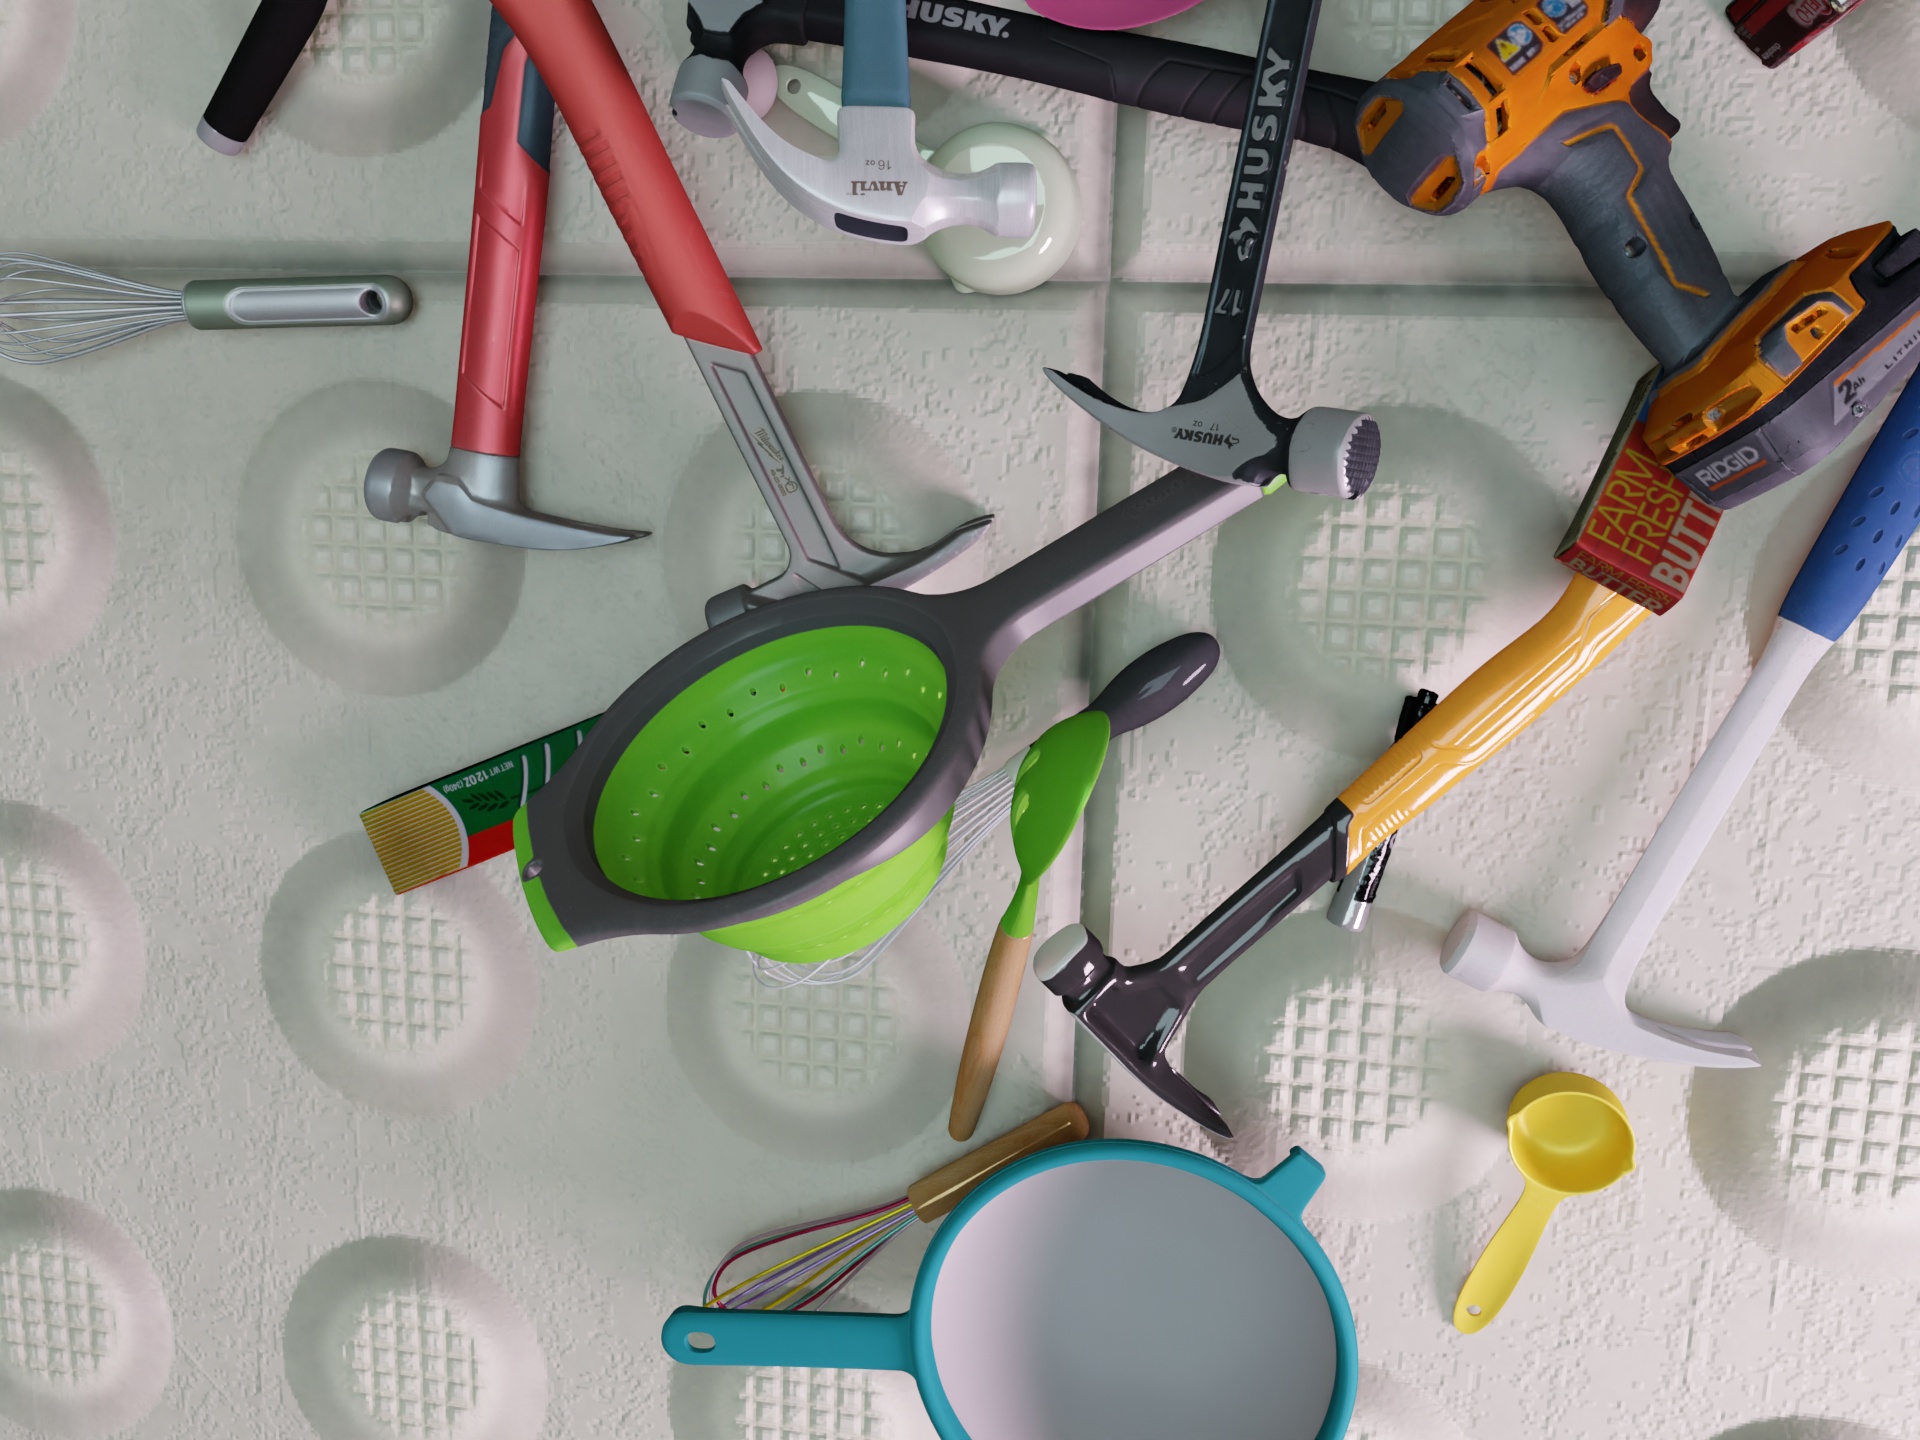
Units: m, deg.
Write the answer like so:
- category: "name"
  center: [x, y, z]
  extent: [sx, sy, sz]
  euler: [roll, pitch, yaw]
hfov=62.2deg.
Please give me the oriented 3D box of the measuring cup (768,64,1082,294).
- category: "measuring cup"
  center: [-0.022, -0.261, 0.736]
  extent: [0.167, 0.038, 0.083]
  euler: [32, 104, 2]

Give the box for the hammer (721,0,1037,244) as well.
- category: "hammer"
  center: [-0.035, -0.362, 0.674]
  extent: [0.128, 0.033, 0.331]
  euler: [-1, 81, -2]

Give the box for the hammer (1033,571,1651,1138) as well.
- category: "hammer"
  center: [0.196, 0.045, 0.729]
  extent: [0.337, 0.034, 0.127]
  euler: [-43, 106, 6]

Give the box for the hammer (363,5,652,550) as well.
- category: "hammer"
  center: [-0.201, -0.277, 0.769]
  extent: [0.143, 0.038, 0.386]
  euler: [11, 102, 7]

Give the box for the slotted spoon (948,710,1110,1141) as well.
- category: "slotted spoon"
  center: [0.021, 0.110, 0.722]
  extent: [0.031, 0.070, 0.313]
  euler: [12, 136, 1]

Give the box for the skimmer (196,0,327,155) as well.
- category: "skimmer"
  center: [-0.288, -0.434, 0.731]
  extent: [0.090, 0.127, 0.363]
  euler: [40, 114, -7]

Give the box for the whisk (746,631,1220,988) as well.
- category: "whisk"
  center: [0.008, 0.043, 0.782]
  extent: [0.284, 0.070, 0.070]
  euler: [-36, 92, 10]

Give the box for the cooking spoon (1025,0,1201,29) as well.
- category: "cooking spoon"
  center: [0.180, -0.349, 0.671]
  extent: [0.319, 0.017, 0.068]
  euler: [-9, 102, 4]

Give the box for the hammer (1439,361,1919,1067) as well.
- category: "hammer"
  center: [0.374, -0.028, 0.705]
  extent: [0.144, 0.035, 0.405]
  euler: [26, 104, 5]

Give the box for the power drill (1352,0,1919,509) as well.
- category: "power drill"
  center: [0.292, -0.218, 0.653]
  extent: [0.164, 0.084, 0.226]
  euler: [-43, 88, -14]

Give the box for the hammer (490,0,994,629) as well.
- category: "hammer"
  center: [-0.121, -0.214, 0.737]
  extent: [0.149, 0.037, 0.359]
  euler: [-23, 104, 11]

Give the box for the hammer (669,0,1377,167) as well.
- category: "hammer"
  center: [0.050, -0.298, 0.703]
  extent: [0.335, 0.035, 0.146]
  euler: [12, 76, 2]

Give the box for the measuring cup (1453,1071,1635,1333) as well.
- category: "measuring cup"
  center: [0.278, 0.238, 0.783]
  extent: [0.062, 0.029, 0.156]
  euler: [21, 115, 6]

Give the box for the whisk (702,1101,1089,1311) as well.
- category: "whisk"
  center: [-0.039, 0.265, 0.840]
  extent: [0.245, 0.051, 0.047]
  euler: [-31, 118, 10]

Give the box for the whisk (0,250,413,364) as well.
- category: "whisk"
  center: [-0.400, -0.213, 0.814]
  extent: [0.246, 0.059, 0.057]
  euler: [0, 112, 6]

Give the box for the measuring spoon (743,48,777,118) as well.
- category: "measuring spoon"
  center: [-0.120, -0.343, 0.747]
  extent: [0.034, 0.018, 0.124]
  euler: [-17, 95, 34]

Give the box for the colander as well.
- category: "colander"
  center: [-0.001, -0.002, 0.715]
  extent: [0.397, 0.205, 0.094]
  euler: [-31, 128, -5]

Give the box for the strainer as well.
- category: "strainer"
  center: [0.024, 0.294, 0.801]
  extent: [0.340, 0.095, 0.211]
  euler: [-3, 99, 12]

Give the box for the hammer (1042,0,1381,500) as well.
- category: "hammer"
  center: [0.130, -0.299, 0.623]
  extent: [0.149, 0.036, 0.409]
  euler: [17, 102, 36]
